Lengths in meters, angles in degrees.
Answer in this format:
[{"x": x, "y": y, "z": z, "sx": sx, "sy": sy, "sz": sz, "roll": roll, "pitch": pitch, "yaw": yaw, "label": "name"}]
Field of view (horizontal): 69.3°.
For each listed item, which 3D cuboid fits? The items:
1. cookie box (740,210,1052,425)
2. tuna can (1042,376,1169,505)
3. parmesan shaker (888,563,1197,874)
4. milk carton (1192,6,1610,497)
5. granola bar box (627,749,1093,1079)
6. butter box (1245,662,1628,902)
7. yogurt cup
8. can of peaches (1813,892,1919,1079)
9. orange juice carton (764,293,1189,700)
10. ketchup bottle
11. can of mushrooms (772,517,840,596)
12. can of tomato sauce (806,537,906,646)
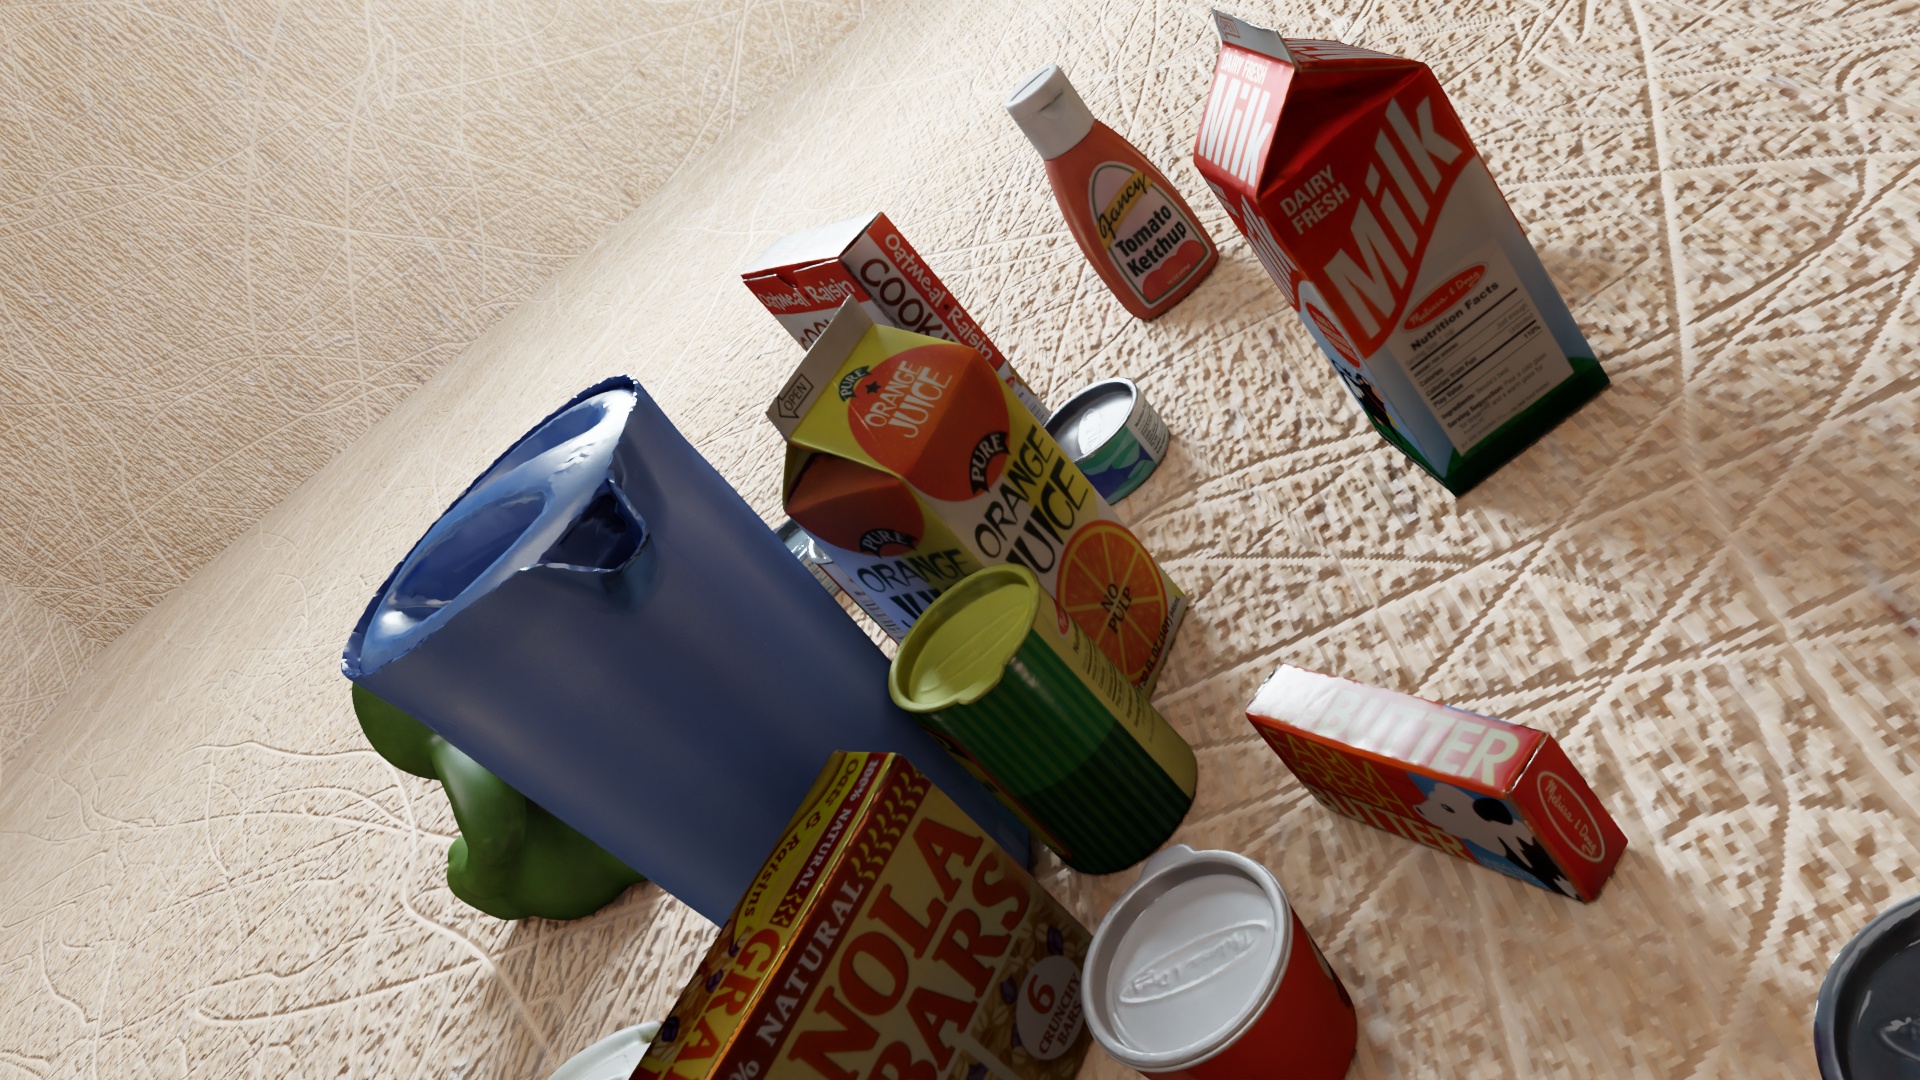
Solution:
[{"x": -0.033, "y": -0.102, "z": 0.776, "sx": 0.040, "sy": 0.167, "sz": 0.123, "roll": -52, "pitch": 27, "yaw": -18, "label": "cookie box"}, {"x": 0.069, "y": -0.048, "z": 0.706, "sx": 0.071, "sy": 0.032, "sz": 0.071, "roll": -32, "pitch": 28, "yaw": 20, "label": "tuna can"}, {"x": 0.032, "y": 0.068, "z": 0.503, "sx": 0.071, "sy": 0.103, "sz": 0.072, "roll": -33, "pitch": 28, "yaw": 20, "label": "parmesan shaker"}, {"x": 0.153, "y": -0.115, "z": 0.513, "sx": 0.073, "sy": 0.190, "sz": 0.072, "roll": -38, "pitch": 26, "yaw": 9, "label": "milk carton"}, {"x": -0.030, "y": 0.165, "z": 0.416, "sx": 0.039, "sy": 0.124, "sz": 0.166, "roll": -8, "pitch": 42, "yaw": 49, "label": "granola bar box"}, {"x": 0.137, "y": 0.069, "z": 0.413, "sx": 0.024, "sy": 0.053, "sz": 0.103, "roll": -50, "pitch": 27, "yaw": -15, "label": "butter box"}, {"x": 0.077, "y": 0.132, "z": 0.399, "sx": 0.072, "sy": 0.054, "sz": 0.073, "roll": -32, "pitch": 28, "yaw": 20, "label": "yogurt cup"}, {"x": 0.206, "y": 0.105, "z": 0.258, "sx": 0.071, "sy": 0.058, "sz": 0.071, "roll": -32, "pitch": 28, "yaw": 20, "label": "can of peaches"}, {"x": 0.002, "y": -0.007, "z": 0.555, "sx": 0.073, "sy": 0.192, "sz": 0.072, "roll": -13, "pitch": 38, "yaw": 45, "label": "orange juice carton"}, {"x": 0.082, "y": -0.198, "z": 0.784, "sx": 0.064, "sy": 0.148, "sz": 0.043, "roll": -42, "pitch": 26, "yaw": 2, "label": "ketchup bottle"}, {"x": -0.094, "y": 0.012, "z": 0.840, "sx": 0.071, "sy": 0.033, "sz": 0.071, "roll": -32, "pitch": 28, "yaw": 20, "label": "can of mushrooms"}, {"x": -0.023, "y": 0.012, "z": 0.686, "sx": 0.071, "sy": 0.083, "sz": 0.071, "roll": -33, "pitch": 28, "yaw": 20, "label": "can of tomato sauce"}]
